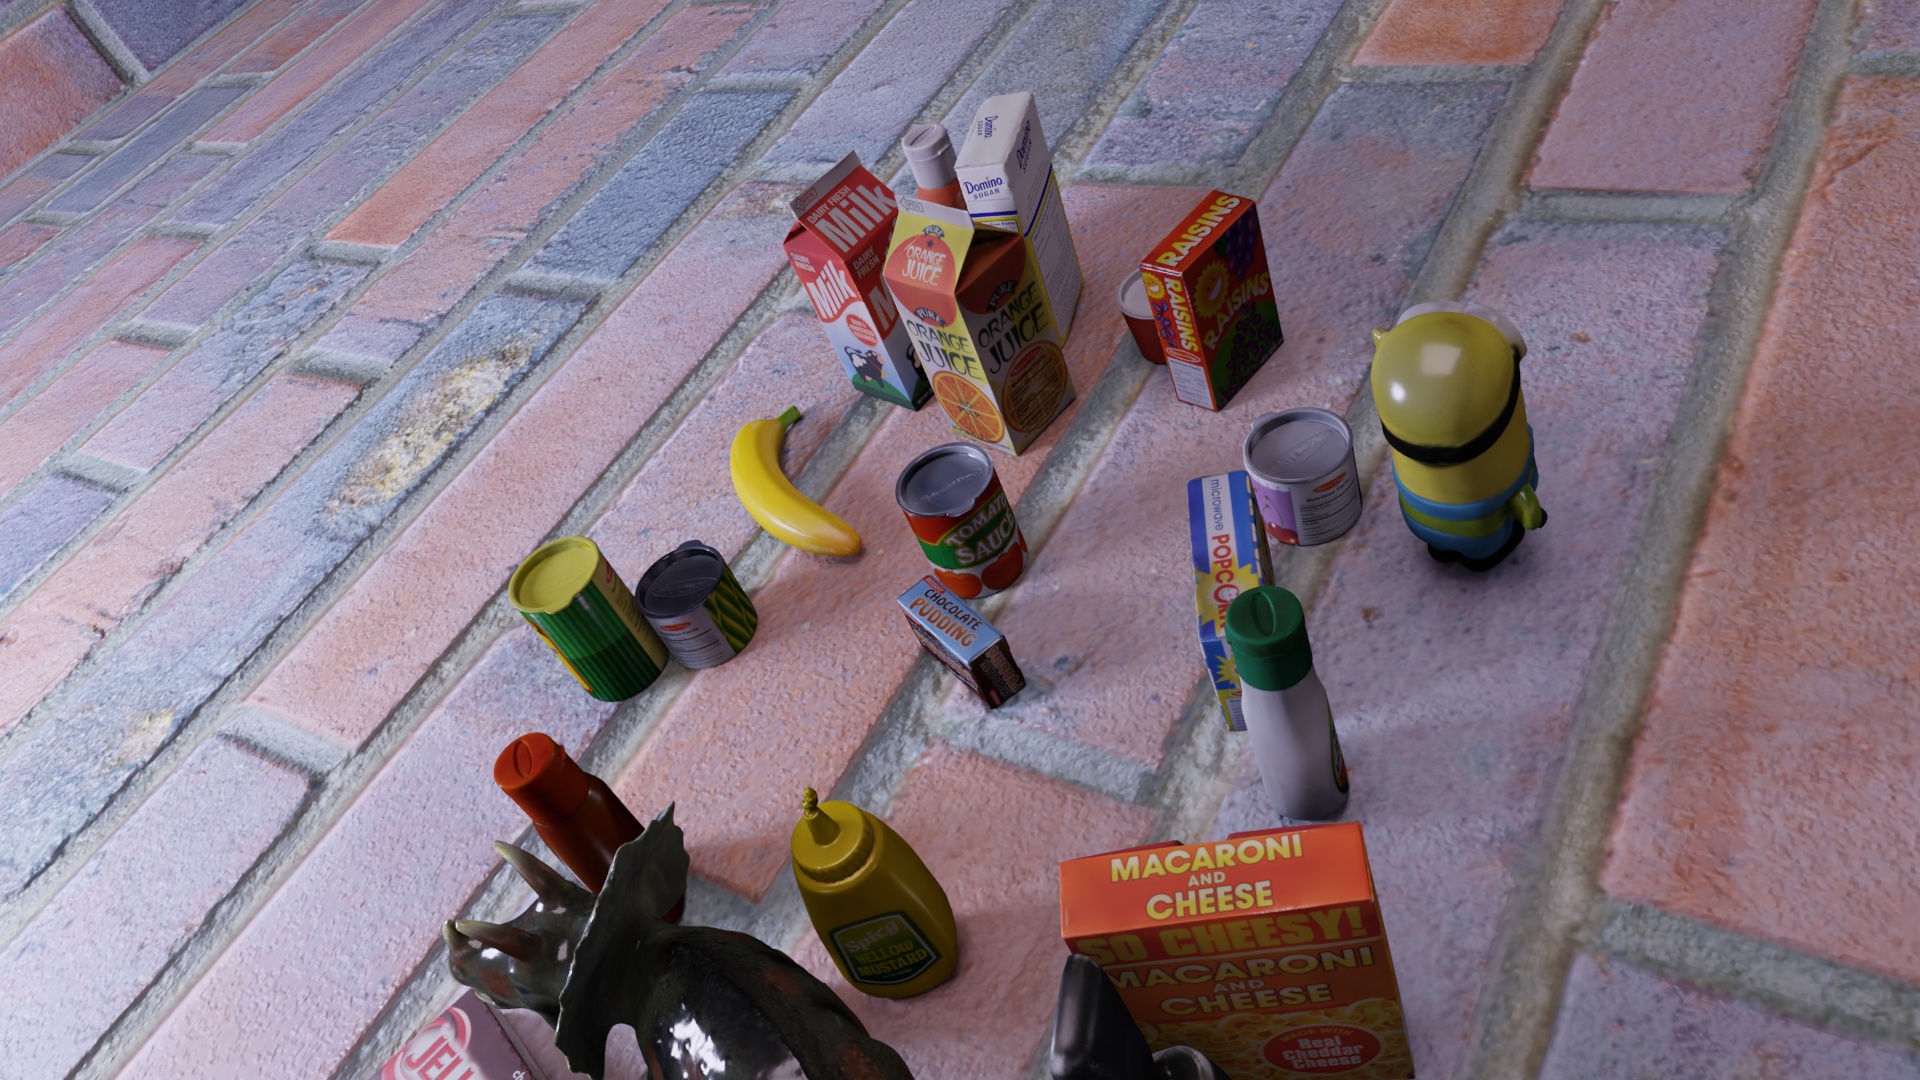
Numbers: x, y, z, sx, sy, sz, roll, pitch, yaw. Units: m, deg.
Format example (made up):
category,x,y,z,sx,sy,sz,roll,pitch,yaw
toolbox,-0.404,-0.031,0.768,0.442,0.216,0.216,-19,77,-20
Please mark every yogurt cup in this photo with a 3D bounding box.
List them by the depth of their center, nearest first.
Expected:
category,x,y,z,sx,sy,sz,roll,pitch,yaw
yogurt cup,0.153,-0.167,1.020,0.072,0.053,0.073,-13,44,13

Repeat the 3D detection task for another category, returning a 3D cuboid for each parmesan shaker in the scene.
category,x,y,z,sx,sy,sz,roll,pitch,yaw
parmesan shaker,-0.251,0.057,0.944,0.071,0.102,0.072,-13,44,13

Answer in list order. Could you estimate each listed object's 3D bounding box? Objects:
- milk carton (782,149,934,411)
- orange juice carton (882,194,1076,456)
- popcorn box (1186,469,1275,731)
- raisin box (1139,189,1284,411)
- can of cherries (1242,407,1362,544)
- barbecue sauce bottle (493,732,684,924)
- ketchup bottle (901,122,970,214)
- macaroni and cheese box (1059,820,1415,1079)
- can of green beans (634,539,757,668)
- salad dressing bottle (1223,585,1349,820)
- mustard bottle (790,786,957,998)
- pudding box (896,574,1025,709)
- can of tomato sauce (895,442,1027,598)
category,x,y,z,sx,sy,sz,roll,pitch,yaw
milk carton,-0.068,-0.196,1.048,0.073,0.189,0.072,23,60,39
orange juice carton,0.010,-0.158,0.974,0.072,0.191,0.073,25,61,40
popcorn box,0.159,0.033,0.795,0.038,0.085,0.127,-11,44,15
raisin box,0.175,-0.164,0.956,0.040,0.123,0.086,26,62,40
can of cherries,0.212,-0.041,0.865,0.071,0.058,0.072,-13,44,13
barbecue sauce bottle,-0.208,0.164,0.784,0.044,0.148,0.065,-28,43,-4
ketchup bottle,-0.005,-0.262,1.117,0.043,0.148,0.065,23,61,39
macaroni and cheese box,0.122,0.186,0.600,0.123,0.165,0.040,-11,44,14
can of green beans,-0.181,0.046,0.957,0.071,0.057,0.071,-13,44,13
salad dressing bottle,0.164,0.083,0.697,0.044,0.147,0.064,-14,44,12
mustard bottle,-0.050,0.173,0.695,0.065,0.159,0.049,-20,43,6
pudding box,0.000,0.062,0.865,0.030,0.049,0.084,-38,44,-14
can of tomato sauce,0.003,-0.011,0.912,0.071,0.082,0.071,-13,44,13
